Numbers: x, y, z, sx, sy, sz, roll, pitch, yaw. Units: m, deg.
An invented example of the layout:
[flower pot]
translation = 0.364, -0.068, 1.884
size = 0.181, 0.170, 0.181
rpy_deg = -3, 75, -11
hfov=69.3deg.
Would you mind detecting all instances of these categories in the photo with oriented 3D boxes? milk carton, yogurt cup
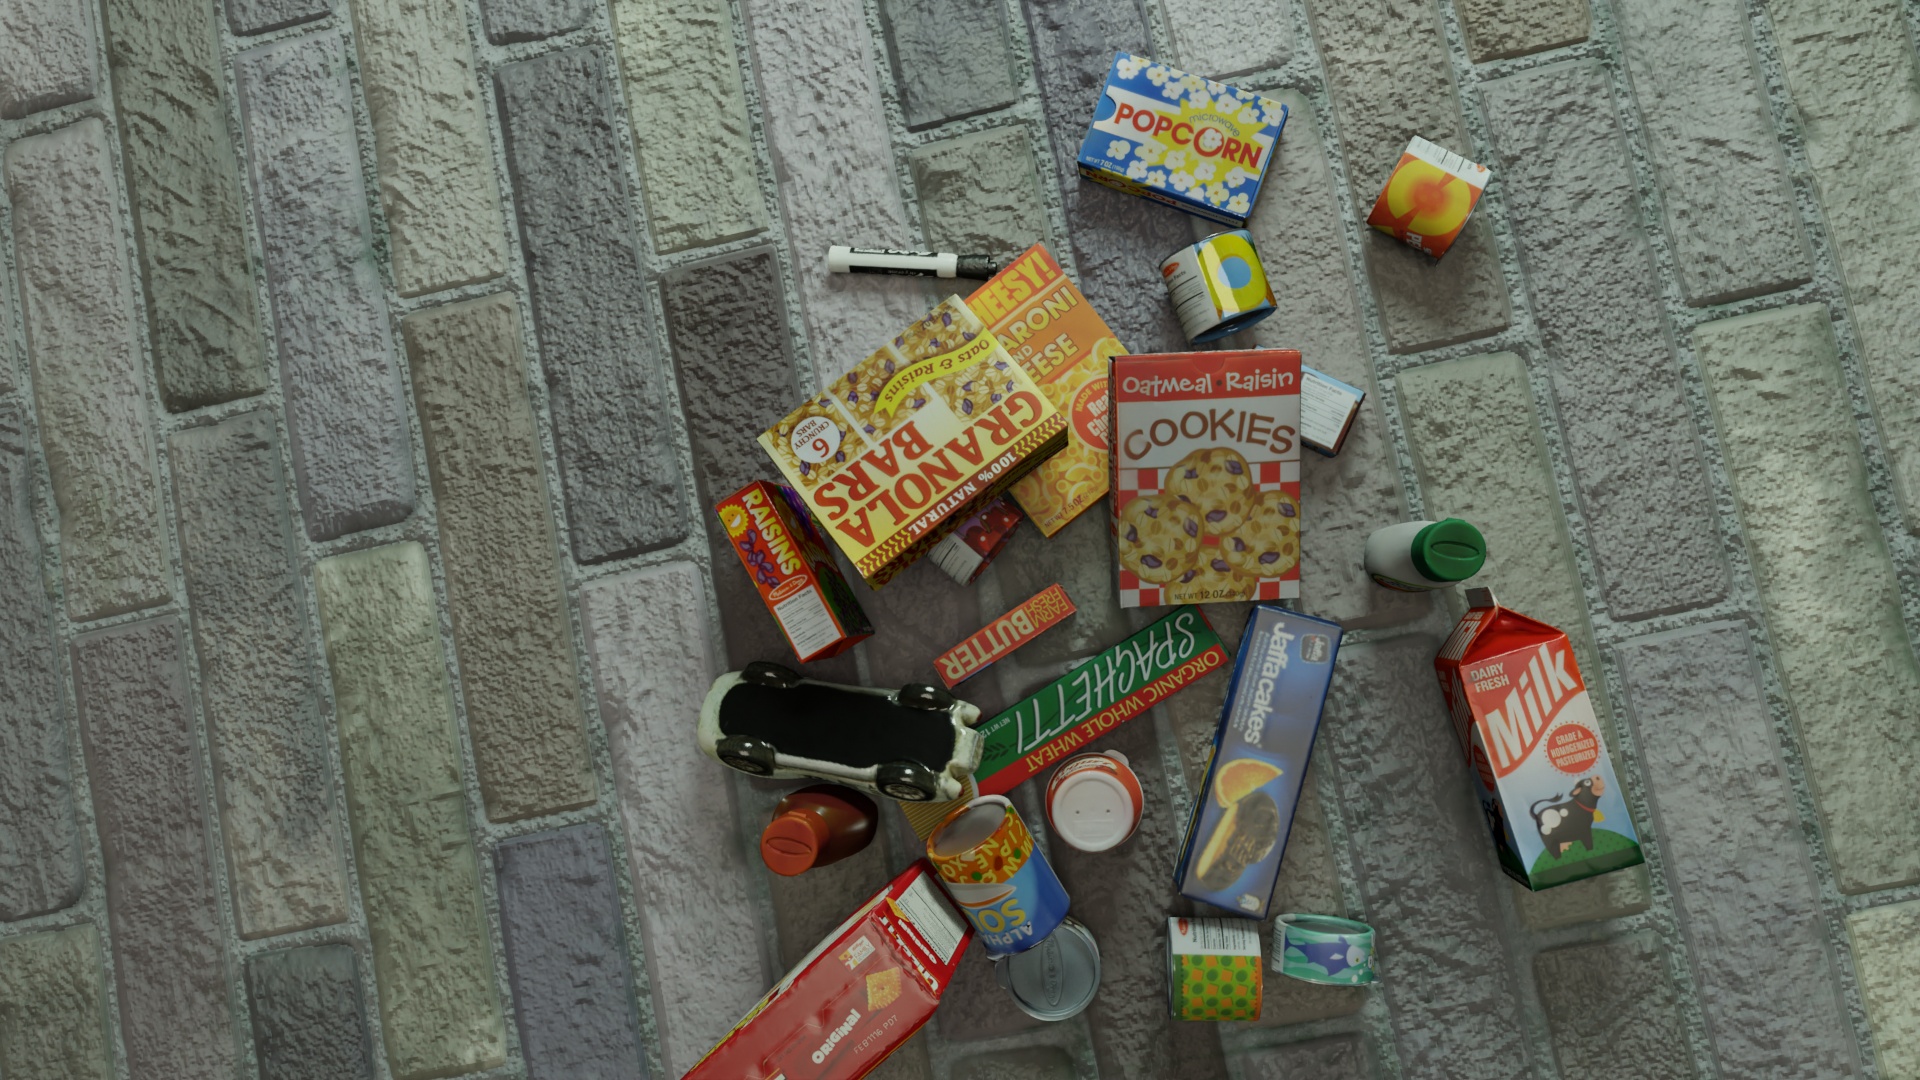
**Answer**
[milk carton]
translation = 0.367, 0.121, 0.905
size = 0.073, 0.072, 0.190
rpy_deg = -17, 84, 5
[yogurt cup]
translation = 0.090, 0.180, 0.939
size = 0.072, 0.054, 0.072
rpy_deg = 0, 87, 7

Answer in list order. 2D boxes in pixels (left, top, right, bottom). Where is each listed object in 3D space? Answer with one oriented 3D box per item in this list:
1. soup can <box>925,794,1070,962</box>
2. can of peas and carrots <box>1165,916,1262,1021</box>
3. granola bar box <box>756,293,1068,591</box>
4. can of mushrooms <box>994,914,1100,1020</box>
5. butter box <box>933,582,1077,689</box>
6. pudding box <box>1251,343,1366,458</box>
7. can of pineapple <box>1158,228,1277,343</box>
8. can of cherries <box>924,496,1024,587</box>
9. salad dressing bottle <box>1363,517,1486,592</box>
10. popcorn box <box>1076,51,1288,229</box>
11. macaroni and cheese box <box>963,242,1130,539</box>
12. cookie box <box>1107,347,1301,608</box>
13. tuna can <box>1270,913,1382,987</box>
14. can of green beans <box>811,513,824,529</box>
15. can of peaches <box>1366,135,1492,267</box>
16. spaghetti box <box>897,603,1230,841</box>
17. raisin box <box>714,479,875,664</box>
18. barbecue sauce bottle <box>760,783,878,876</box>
[soup can]
translation = 0.023, 0.223, 0.921
size = 0.071, 0.071, 0.083
rpy_deg = -30, 107, 3
[can of peas and carrots]
translation = 0.166, 0.285, 0.918
size = 0.059, 0.071, 0.071
rpy_deg = -1, 86, 6
[granola bar box]
translation = -0.030, -0.065, 0.916
size = 0.166, 0.039, 0.124
rpy_deg = -37, 74, -7
[can of mushrooms]
translation = 0.060, 0.288, 0.944
size = 0.071, 0.033, 0.071
rpy_deg = 0, 86, 6
[butter box]
translation = 0.031, 0.065, 0.954
size = 0.103, 0.053, 0.024
rpy_deg = -32, 85, 3
[pudding box]
translation = 0.230, -0.096, 0.957
size = 0.084, 0.030, 0.049
rpy_deg = 25, 90, 7
[can of pineapple]
translation = 0.178, -0.174, 0.951
size = 0.071, 0.071, 0.058
rpy_deg = -20, 85, 4
[can of cherries]
translation = 0.003, -0.012, 0.957
size = 0.058, 0.071, 0.071
rpy_deg = 39, 91, 7
[salad dressing bottle]
translation = 0.296, 0.010, 0.882
size = 0.064, 0.147, 0.044
rpy_deg = 9, 88, 7
[popcorn box]
translation = 0.155, -0.279, 0.975
size = 0.127, 0.038, 0.085
rpy_deg = 20, 89, 7
[macaroni and cheese box]
translation = 0.059, -0.103, 0.971
size = 0.123, 0.040, 0.166
rpy_deg = -38, 83, 3
[cookie box]
translation = 0.162, -0.042, 0.924
size = 0.123, 0.040, 0.167
rpy_deg = -3, 102, -3
[tuna can]
translation = 0.240, 0.268, 0.910
size = 0.071, 0.071, 0.033
rpy_deg = 4, 86, 6
[can of green beans]
translation = -0.064, -0.029, 0.965
size = 0.058, 0.071, 0.071
rpy_deg = 23, 89, 8
[can of peaches]
translation = 0.315, -0.230, 0.941
size = 0.058, 0.071, 0.071
rpy_deg = 29, 90, 7
[spaghetti box]
translation = 0.068, 0.123, 0.958
size = 0.250, 0.028, 0.050
rpy_deg = -31, 84, 3
[raisin box]
translation = -0.113, 0.021, 0.956
size = 0.040, 0.086, 0.123
rpy_deg = -31, 83, 8
[barbecue sauce bottle]
translation = -0.096, 0.189, 0.910
size = 0.065, 0.148, 0.043
rpy_deg = 11, 87, 7
